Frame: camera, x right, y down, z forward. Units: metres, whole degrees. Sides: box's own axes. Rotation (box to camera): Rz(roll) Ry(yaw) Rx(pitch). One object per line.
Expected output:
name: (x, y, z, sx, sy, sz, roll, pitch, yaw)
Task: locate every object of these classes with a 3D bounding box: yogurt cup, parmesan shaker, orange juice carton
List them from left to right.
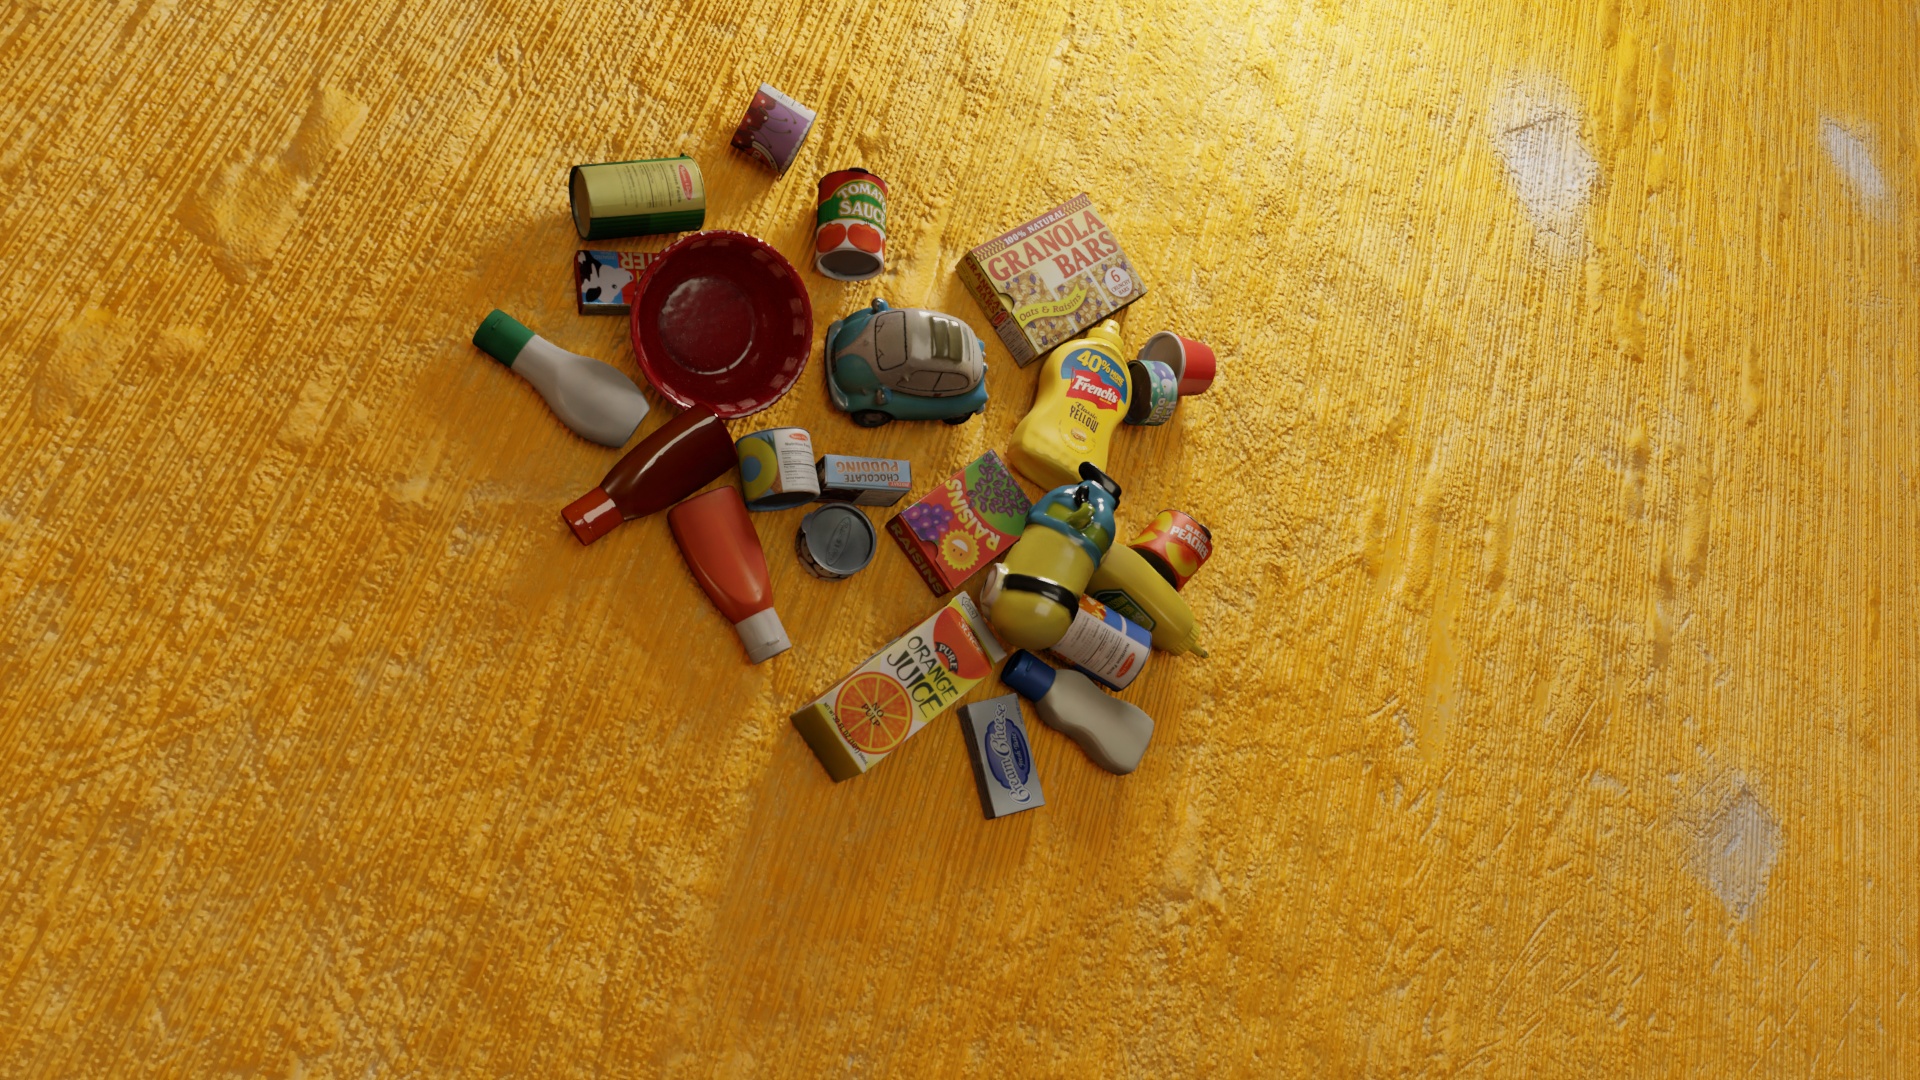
parmesan shaker: (-0.285, -0.302, 1.218, 0.103, 0.071, 0.071, -13, 80, -27)
orange juice carton: (-0.045, 0.122, 1.195, 0.193, 0.072, 0.072, -35, 91, -30)
yogurt cup: (0.225, -0.178, 1.425, 0.054, 0.072, 0.072, 2, 73, -33)

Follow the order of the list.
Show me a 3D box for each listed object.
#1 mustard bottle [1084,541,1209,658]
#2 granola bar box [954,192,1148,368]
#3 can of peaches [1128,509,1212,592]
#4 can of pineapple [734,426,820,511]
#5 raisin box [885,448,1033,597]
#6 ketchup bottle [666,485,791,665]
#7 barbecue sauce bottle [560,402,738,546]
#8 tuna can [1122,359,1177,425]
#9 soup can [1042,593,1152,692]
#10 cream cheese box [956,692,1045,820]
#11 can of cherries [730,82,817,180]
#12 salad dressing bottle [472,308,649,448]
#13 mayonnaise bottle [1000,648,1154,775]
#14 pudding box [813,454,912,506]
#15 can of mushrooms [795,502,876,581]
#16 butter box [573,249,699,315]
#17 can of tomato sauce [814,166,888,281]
mustard bottle: (0.182, 0.066, 1.328, 0.160, 0.065, 0.049, 40, 58, -14)
granola bar box: (0.094, -0.265, 1.403, 0.166, 0.039, 0.124, -33, 90, -30)
can of peaches: (0.203, 0.012, 1.349, 0.071, 0.071, 0.058, 49, 62, -5)
can of pineapple: (-0.160, -0.060, 1.203, 0.071, 0.070, 0.058, -5, 77, -27)
raisin box: (0.005, -0.016, 1.281, 0.124, 0.040, 0.086, -36, 92, -29)
ketchup bottle: (-0.190, 0.031, 1.171, 0.065, 0.043, 0.149, -24, 85, -27)
barbecue sauce bottle: (-0.258, -0.051, 1.151, 0.149, 0.064, 0.044, -36, 47, -18)
tuna can: (0.187, -0.146, 1.393, 0.033, 0.071, 0.071, 0, 74, -26)
soup can: (0.124, 0.092, 1.292, 0.084, 0.071, 0.071, 30, 64, -14)
cream cheese box: (0.036, 0.193, 1.239, 0.053, 0.024, 0.104, -10, 78, -26)
can of cherries: (-0.176, -0.382, 1.296, 0.058, 0.071, 0.072, 28, 64, -16)
salad dressing bottle: (-0.332, -0.136, 1.156, 0.147, 0.044, 0.064, 35, 64, -11)
mayonnaise bottle: (0.106, 0.153, 1.276, 0.148, 0.041, 0.065, 35, 61, -11)
pudding box: (-0.091, -0.053, 1.241, 0.084, 0.049, 0.030, 3, 72, -25)
can of mushrooms: (-0.112, 0.001, 1.223, 0.071, 0.033, 0.071, 7, 72, -23)
butter box: (-0.284, -0.225, 1.218, 0.104, 0.024, 0.053, -4, 76, -26)
can of tomato sauce: (-0.101, -0.295, 1.301, 0.071, 0.071, 0.083, 8, 71, -23)
